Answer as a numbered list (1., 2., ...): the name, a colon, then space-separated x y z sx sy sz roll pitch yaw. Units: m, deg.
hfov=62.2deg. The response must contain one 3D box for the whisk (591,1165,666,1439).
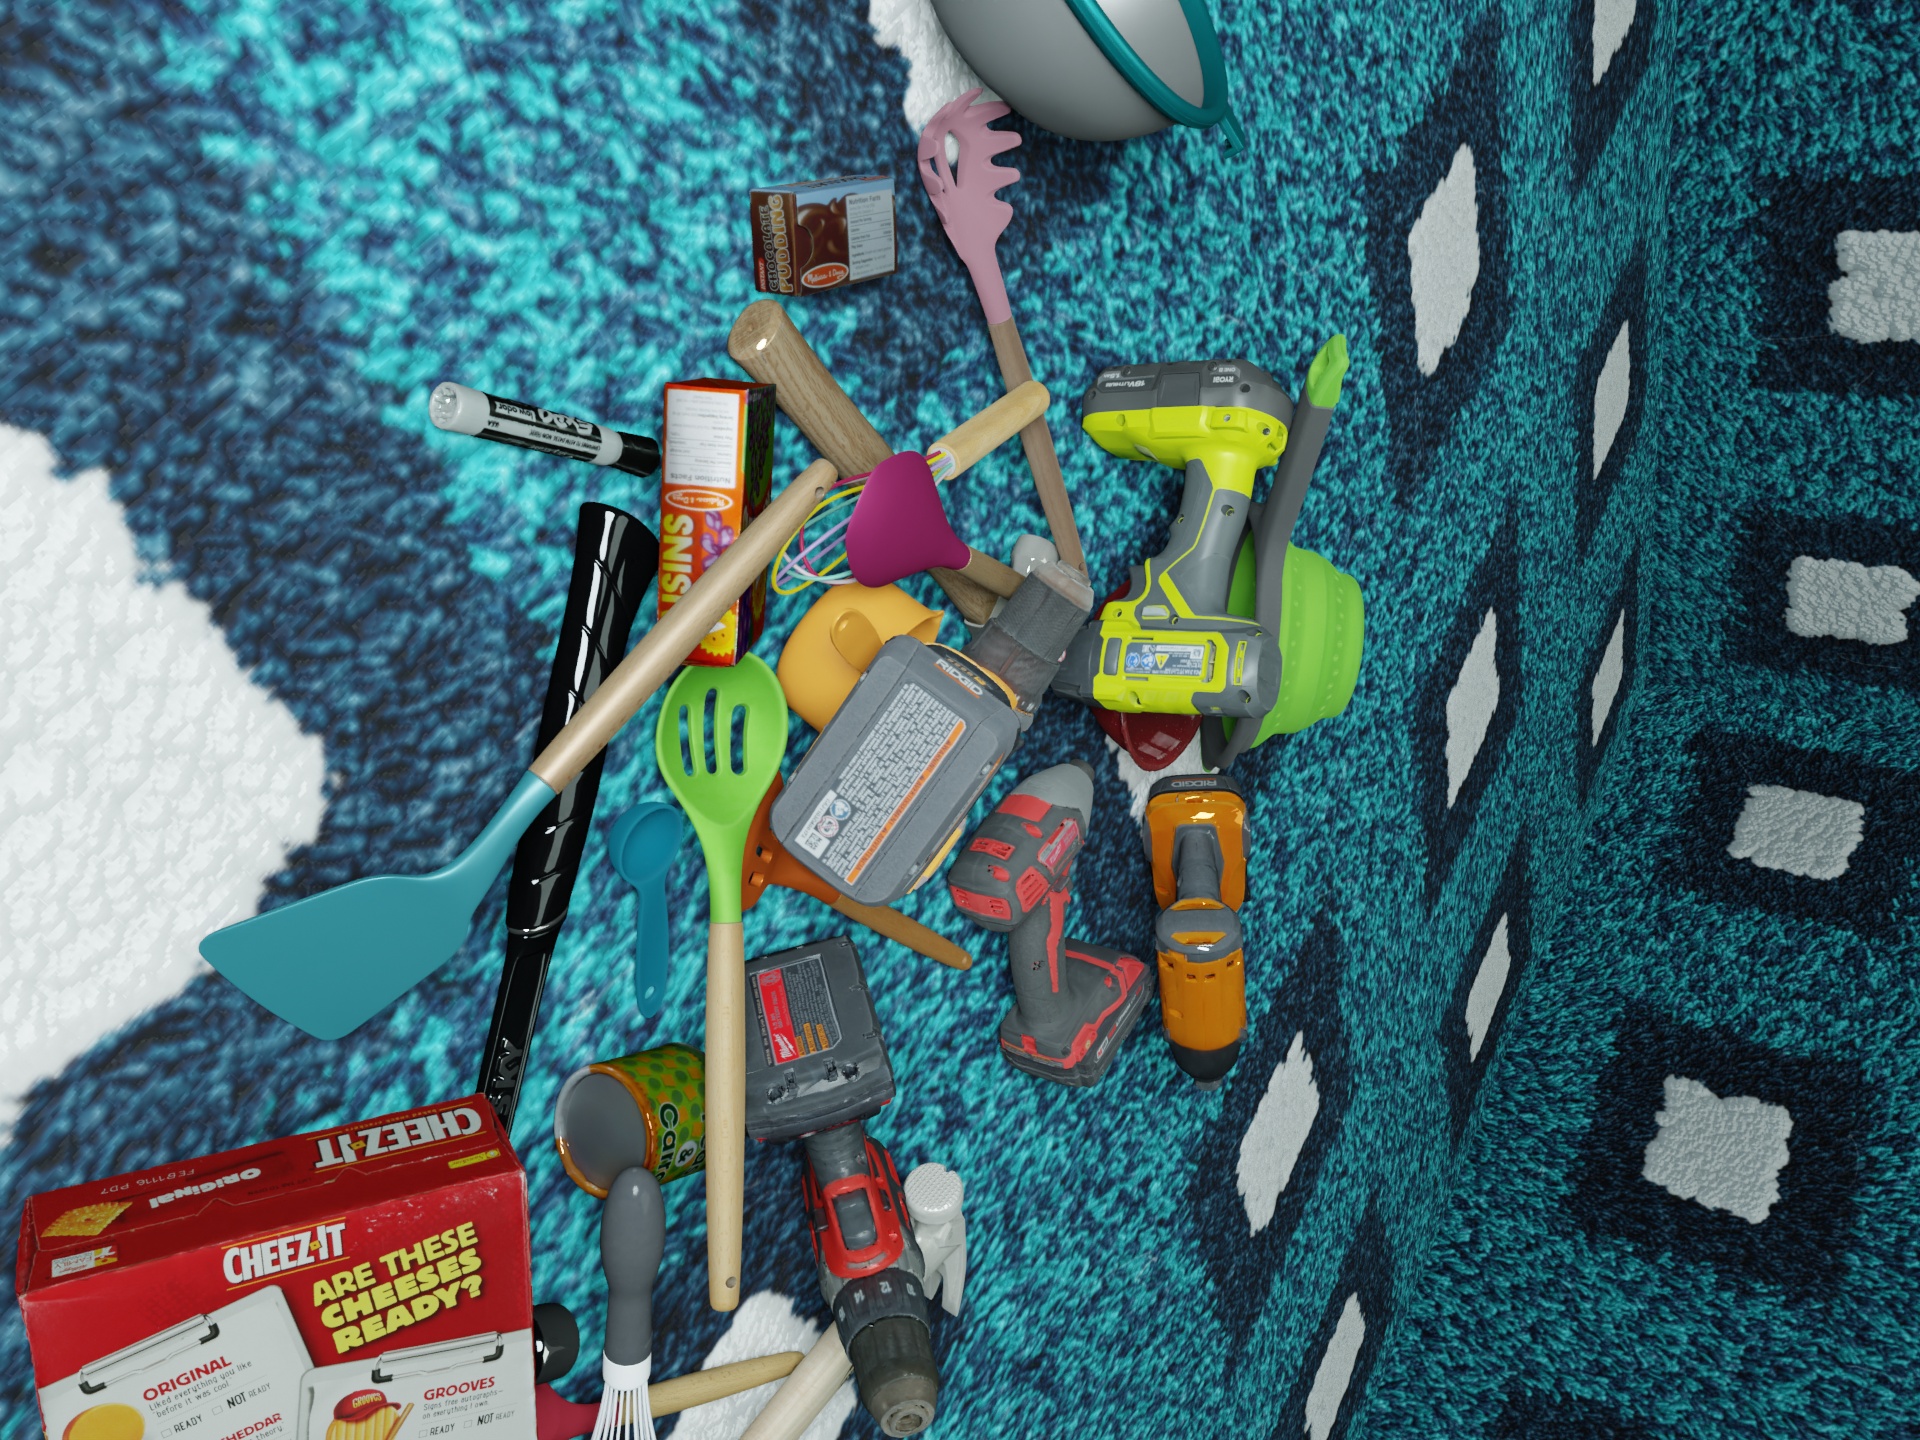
1. whisk: -0.163 0.336 0.772 0.070 0.070 0.284 -22 124 -53

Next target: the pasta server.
1. pasta server: 0.035 -0.209 0.931 0.060 0.040 0.316 -38 128 -24

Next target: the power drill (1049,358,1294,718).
1. power drill: 0.130 -0.115 1.042 0.080 0.171 0.223 24 72 -59

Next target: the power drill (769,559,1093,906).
1. power drill: -0.001 -0.003 0.834 0.185 0.084 0.226 -54 175 10

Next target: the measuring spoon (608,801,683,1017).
1. measuring spoon: -0.160 0.094 0.790 0.042 0.021 0.128 -30 136 -46

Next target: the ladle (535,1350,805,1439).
1. ladle: -0.171 0.370 0.863 0.315 0.031 0.069 24 92 -61

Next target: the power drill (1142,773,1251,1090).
1. power drill: 0.184 0.162 1.223 0.227 0.084 0.164 -79 163 -57

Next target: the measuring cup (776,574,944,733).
1. measuring cup: -0.062 -0.043 0.799 0.095 0.052 0.173 -52 168 -5

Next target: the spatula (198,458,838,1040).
1. spatula: -0.161 0.001 0.653 0.317 0.044 0.082 -50 140 -18

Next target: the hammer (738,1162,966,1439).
1. hammer: -0.127 0.446 0.936 0.411 0.038 0.146 -42 145 -38

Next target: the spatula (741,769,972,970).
1. spatula: -0.057 0.109 0.932 0.322 0.041 0.081 39 67 -57

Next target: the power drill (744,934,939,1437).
1. power drill: -0.062 0.252 0.860 0.080 0.188 0.226 -15 123 -7

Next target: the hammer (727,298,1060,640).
1. hammer: -0.034 -0.117 0.890 0.331 0.031 0.130 45 63 -54

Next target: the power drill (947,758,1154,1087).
1. power drill: 0.067 0.138 1.114 0.143 0.079 0.219 -50 137 -38

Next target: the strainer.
1. strainer: 0.008 -0.377 0.771 0.340 0.095 0.211 -5 72 -55

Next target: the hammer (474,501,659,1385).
1. hammer: -0.197 0.105 0.706 0.149 0.036 0.409 12 90 -53

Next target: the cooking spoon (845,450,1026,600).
1. cooking spoon: 0.008 -0.085 0.867 0.069 0.017 0.318 -67 161 3

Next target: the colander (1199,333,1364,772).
1. colander: 0.256 -0.110 1.149 0.396 0.094 0.205 97 -2 -52

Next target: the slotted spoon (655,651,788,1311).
1. slotted spoon: -0.115 0.123 0.763 0.070 0.031 0.314 1 86 -34

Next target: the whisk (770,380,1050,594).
1. whisk: -0.020 -0.130 0.835 0.245 0.051 0.047 -42 130 -43
